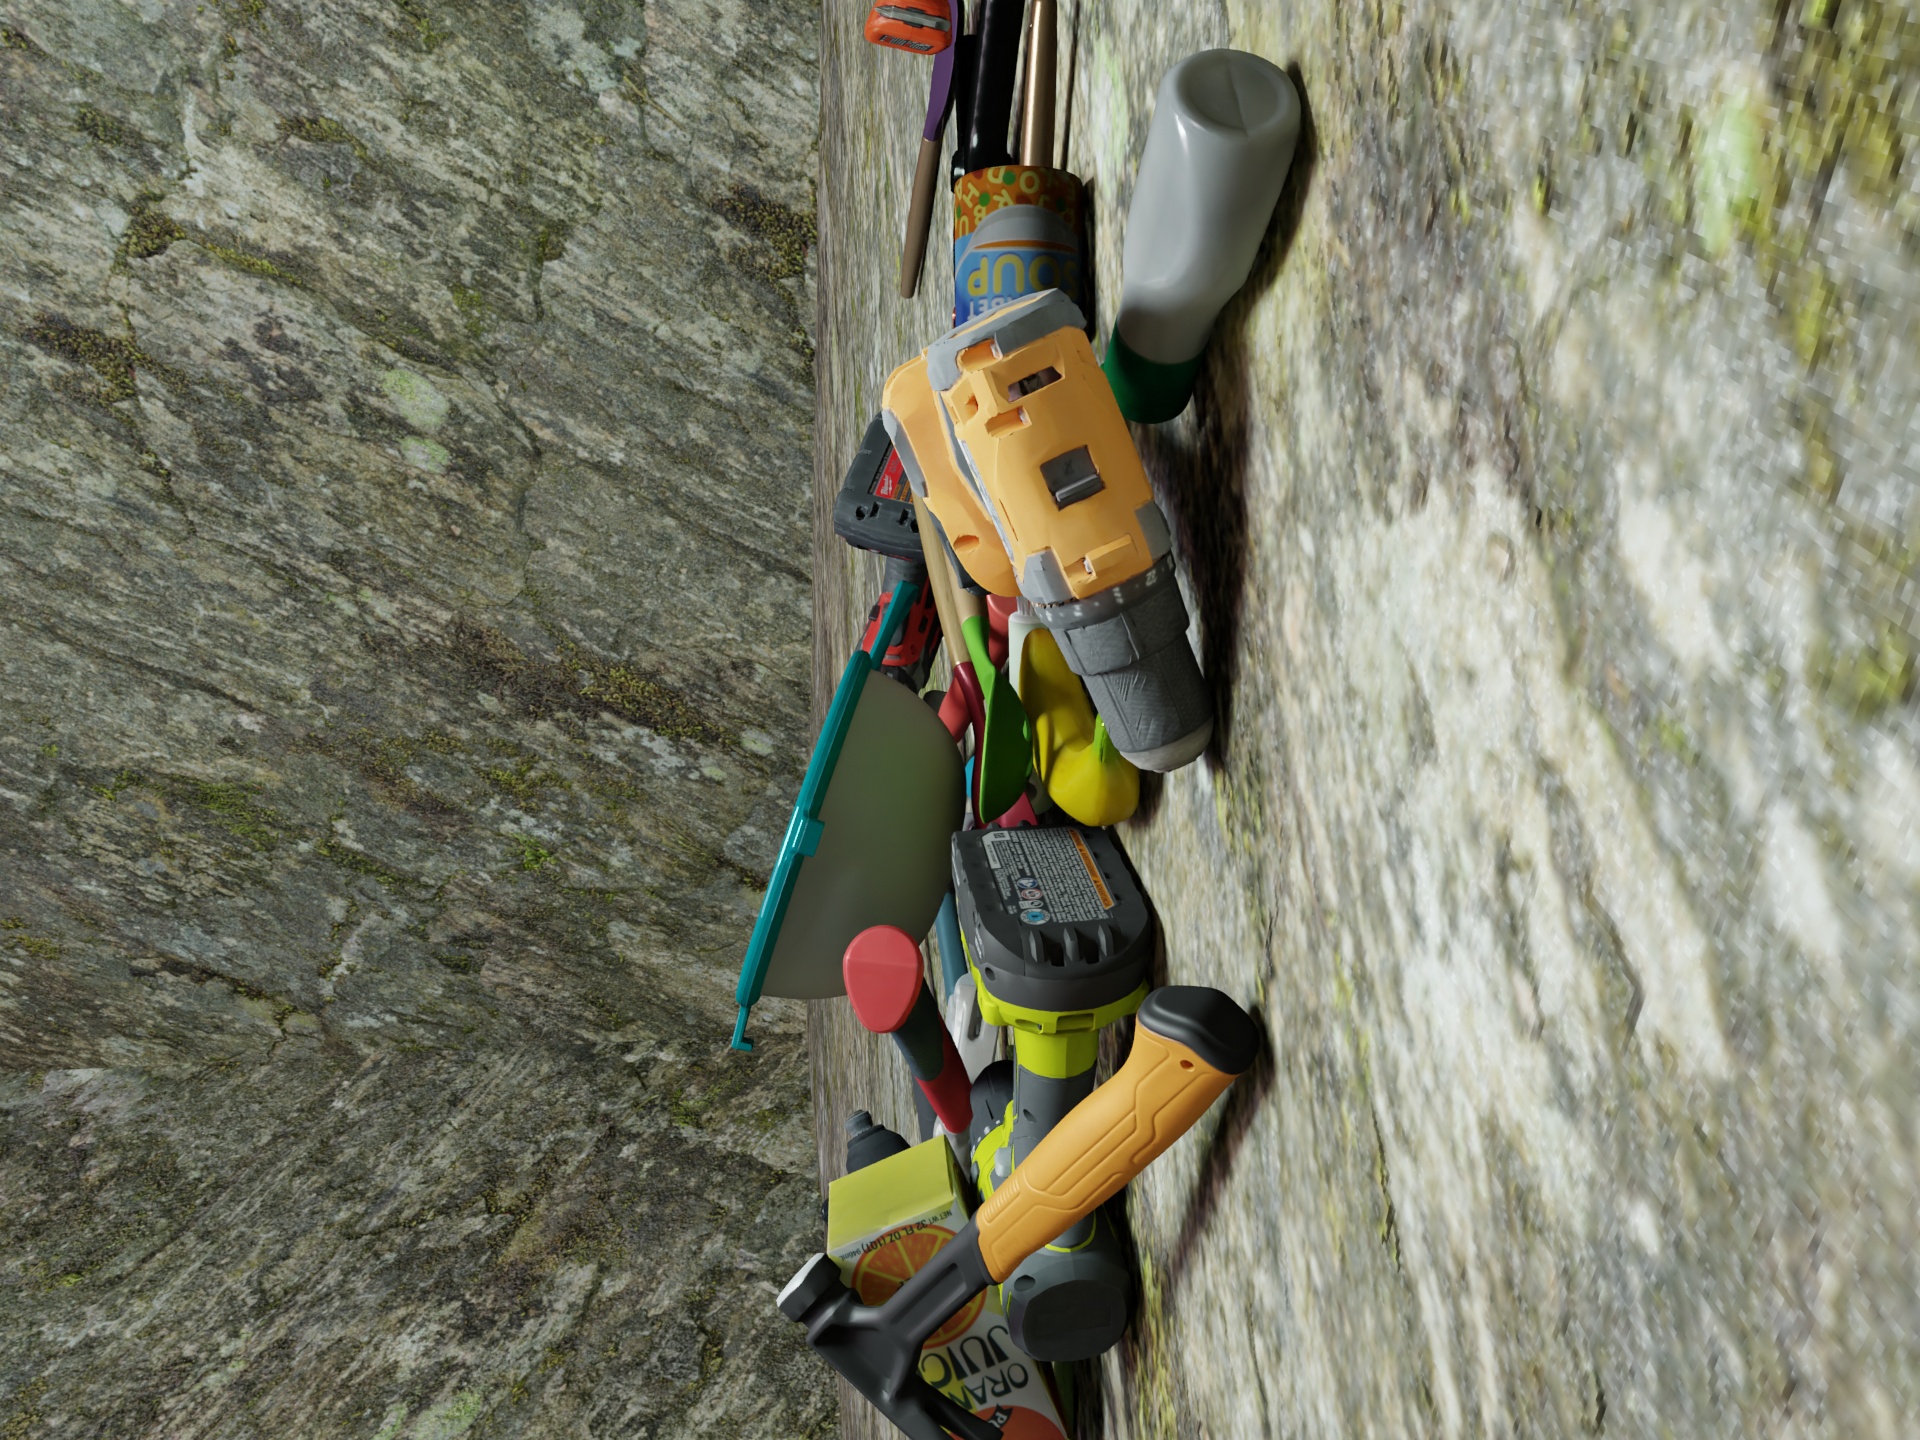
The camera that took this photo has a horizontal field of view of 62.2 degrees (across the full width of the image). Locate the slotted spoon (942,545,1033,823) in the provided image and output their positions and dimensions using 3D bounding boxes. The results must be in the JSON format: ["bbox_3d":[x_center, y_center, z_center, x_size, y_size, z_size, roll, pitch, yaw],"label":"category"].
[{"bbox_3d":[0.005,-0.069,0.852,0.314,0.031,0.070,-100,5,-46],"label":"slotted spoon"}]

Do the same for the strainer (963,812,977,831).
[{"bbox_3d":[0.017,0.071,1.016,0.258,0.050,0.087,169,99,-85],"label":"strainer"}]

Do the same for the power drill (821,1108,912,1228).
[{"bbox_3d":[-0.052,0.390,1.239,0.164,0.084,0.226,60,162,15],"label":"power drill"}]

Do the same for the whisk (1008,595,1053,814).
[{"bbox_3d":[0.039,-0.064,0.871,0.059,0.058,0.246,-33,-55,-59],"label":"whisk"}]

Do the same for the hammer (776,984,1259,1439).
[{"bbox_3d":[0.030,0.217,0.670,0.034,0.127,0.336,-40,-13,-48],"label":"hammer"}]

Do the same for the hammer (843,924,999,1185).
[{"bbox_3d":[-0.014,0.172,0.894,0.386,0.038,0.143,77,-159,-65],"label":"hammer"}]

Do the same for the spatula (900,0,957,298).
[{"bbox_3d":[-0.026,-0.457,1.299,0.315,0.018,0.060,107,159,-62],"label":"spatula"}]

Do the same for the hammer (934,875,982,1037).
[{"bbox_3d":[-0.014,0.134,1.255,0.331,0.033,0.128,-101,14,-48],"label":"hammer"}]

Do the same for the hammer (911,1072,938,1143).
[{"bbox_3d":[-0.040,0.231,1.432,0.149,0.036,0.409,99,166,-45],"label":"hammer"}]

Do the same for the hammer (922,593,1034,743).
[{"bbox_3d":[-0.002,-0.003,1.061,0.359,0.036,0.149,119,166,-68],"label":"hammer"}]

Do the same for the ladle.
[{"bbox_3d":[-0.001,-0.053,0.908,0.069,0.031,0.316,103,157,-59],"label":"ladle"}]

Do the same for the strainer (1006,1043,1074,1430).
[{"bbox_3d":[0.018,0.323,0.951,0.151,0.069,0.256,178,89,-81],"label":"strainer"}]

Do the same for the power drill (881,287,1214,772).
[{"bbox_3d":[0.038,-0.083,0.672,0.226,0.084,0.185,-122,7,-76],"label":"power drill"}]

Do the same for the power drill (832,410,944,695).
[{"bbox_3d":[-0.048,-0.088,1.159,0.226,0.080,0.188,97,-171,-52],"label":"power drill"}]

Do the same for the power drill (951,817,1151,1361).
[{"bbox_3d":[0.038,0.168,0.790,0.191,0.080,0.228,-111,19,-65],"label":"power drill"}]

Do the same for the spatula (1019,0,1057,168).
[{"bbox_3d":[0.028,-0.230,0.883,0.082,0.044,0.317,-101,12,-60],"label":"spatula"}]

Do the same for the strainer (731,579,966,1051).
[{"bbox_3d":[-0.037,0.032,0.948,0.341,0.095,0.210,-72,2,-48],"label":"strainer"}]

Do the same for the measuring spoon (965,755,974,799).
[{"bbox_3d":[0.018,0.043,1.061,0.128,0.021,0.042,-158,67,-82],"label":"measuring spoon"}]
